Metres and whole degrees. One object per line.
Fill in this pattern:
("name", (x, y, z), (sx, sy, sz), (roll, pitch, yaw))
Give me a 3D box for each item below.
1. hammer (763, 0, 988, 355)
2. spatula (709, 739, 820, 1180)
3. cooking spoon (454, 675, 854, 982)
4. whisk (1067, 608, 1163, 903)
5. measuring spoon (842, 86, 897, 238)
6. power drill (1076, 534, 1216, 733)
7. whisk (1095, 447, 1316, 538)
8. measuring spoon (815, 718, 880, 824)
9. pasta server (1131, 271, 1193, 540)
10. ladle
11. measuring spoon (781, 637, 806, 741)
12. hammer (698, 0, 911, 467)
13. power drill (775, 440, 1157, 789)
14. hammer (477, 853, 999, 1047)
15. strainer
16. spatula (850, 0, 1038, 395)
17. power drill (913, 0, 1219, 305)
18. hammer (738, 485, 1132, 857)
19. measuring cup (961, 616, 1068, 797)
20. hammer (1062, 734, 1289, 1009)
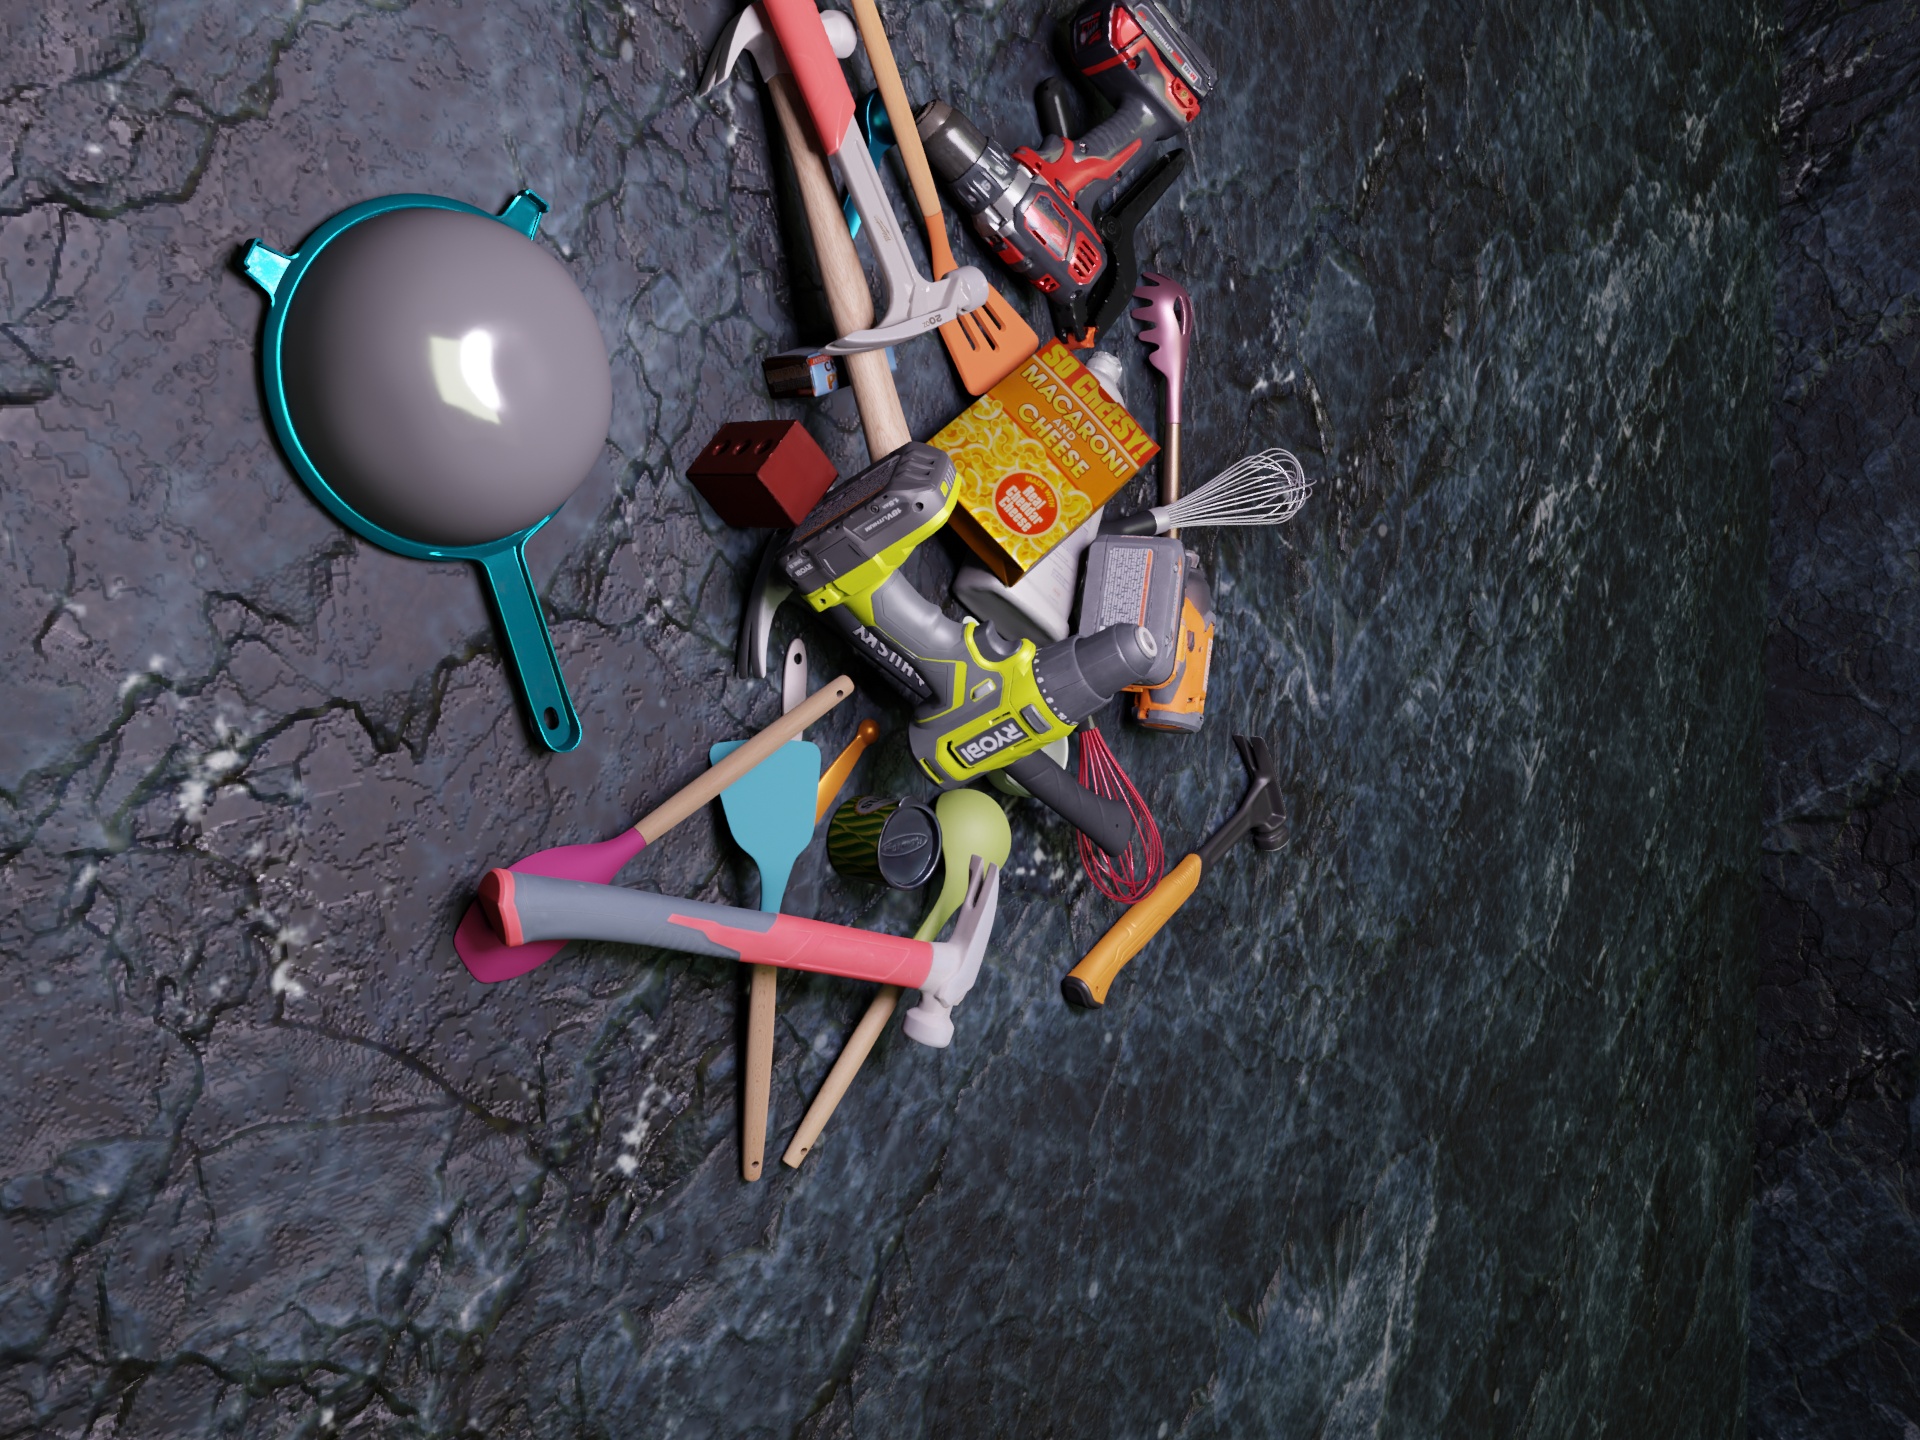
("hammer", (-0.100, -0.423, 1.047), (0.149, 0.037, 0.359), (-31, 103, -41))
("spatula", (-0.141, 0.173, 1.128), (0.082, 0.044, 0.317), (0, 101, -28))
("cooking spoon", (-0.191, 0.061, 1.045), (0.319, 0.017, 0.068), (-38, 121, -26))
("whisk", (0.112, 0.024, 1.358), (0.073, 0.073, 0.295), (-29, 109, -41))
("measuring spoon", (-0.075, -0.398, 1.154), (0.042, 0.021, 0.128), (21, 88, -52))
("power drill", (0.165, -0.085, 1.337), (0.226, 0.084, 0.164), (29, 68, -68))
("whisk", (0.197, -0.183, 1.398), (0.284, 0.070, 0.070), (-18, 108, -27))
("measuring spoon", (-0.092, 0.045, 1.179), (0.117, 0.011, 0.021), (-56, 129, -27))
("pasta server", (0.184, -0.240, 1.430), (0.060, 0.040, 0.316), (-13, 107, -45))
("ladle", (-0.054, 0.194, 1.222), (0.078, 0.062, 0.320), (44, 70, -39))
("measuring spoon", (-0.116, 0.003, 1.145), (0.034, 0.018, 0.124), (0, 94, -46))
("hammer", (-0.089, -0.325, 1.082), (0.130, 0.031, 0.331), (-17, 92, -42))
("power drill", (0.004, -0.071, 1.081), (0.228, 0.190, 0.080), (50, 30, -23))
("hammer", (-0.134, 0.131, 1.068), (0.386, 0.038, 0.143), (17, 92, -40))
("strainer", (-0.261, -0.137, 0.924), (0.211, 0.095, 0.340), (-29, 113, -41))
("spatula", (-0.022, -0.395, 1.167), (0.081, 0.041, 0.322), (-42, 132, -24))
("power drill", (0.078, -0.464, 1.235), (0.187, 0.080, 0.227), (39, 78, -27))
("hammer", (-0.002, -0.004, 1.212), (0.408, 0.036, 0.149), (38, 67, -33))
("measuring cup", (0.030, -0.012, 1.286), (0.083, 0.038, 0.167), (-43, 117, -33))
("hammer", (0.202, 0.148, 1.480), (0.337, 0.034, 0.127), (-39, 122, -36))
